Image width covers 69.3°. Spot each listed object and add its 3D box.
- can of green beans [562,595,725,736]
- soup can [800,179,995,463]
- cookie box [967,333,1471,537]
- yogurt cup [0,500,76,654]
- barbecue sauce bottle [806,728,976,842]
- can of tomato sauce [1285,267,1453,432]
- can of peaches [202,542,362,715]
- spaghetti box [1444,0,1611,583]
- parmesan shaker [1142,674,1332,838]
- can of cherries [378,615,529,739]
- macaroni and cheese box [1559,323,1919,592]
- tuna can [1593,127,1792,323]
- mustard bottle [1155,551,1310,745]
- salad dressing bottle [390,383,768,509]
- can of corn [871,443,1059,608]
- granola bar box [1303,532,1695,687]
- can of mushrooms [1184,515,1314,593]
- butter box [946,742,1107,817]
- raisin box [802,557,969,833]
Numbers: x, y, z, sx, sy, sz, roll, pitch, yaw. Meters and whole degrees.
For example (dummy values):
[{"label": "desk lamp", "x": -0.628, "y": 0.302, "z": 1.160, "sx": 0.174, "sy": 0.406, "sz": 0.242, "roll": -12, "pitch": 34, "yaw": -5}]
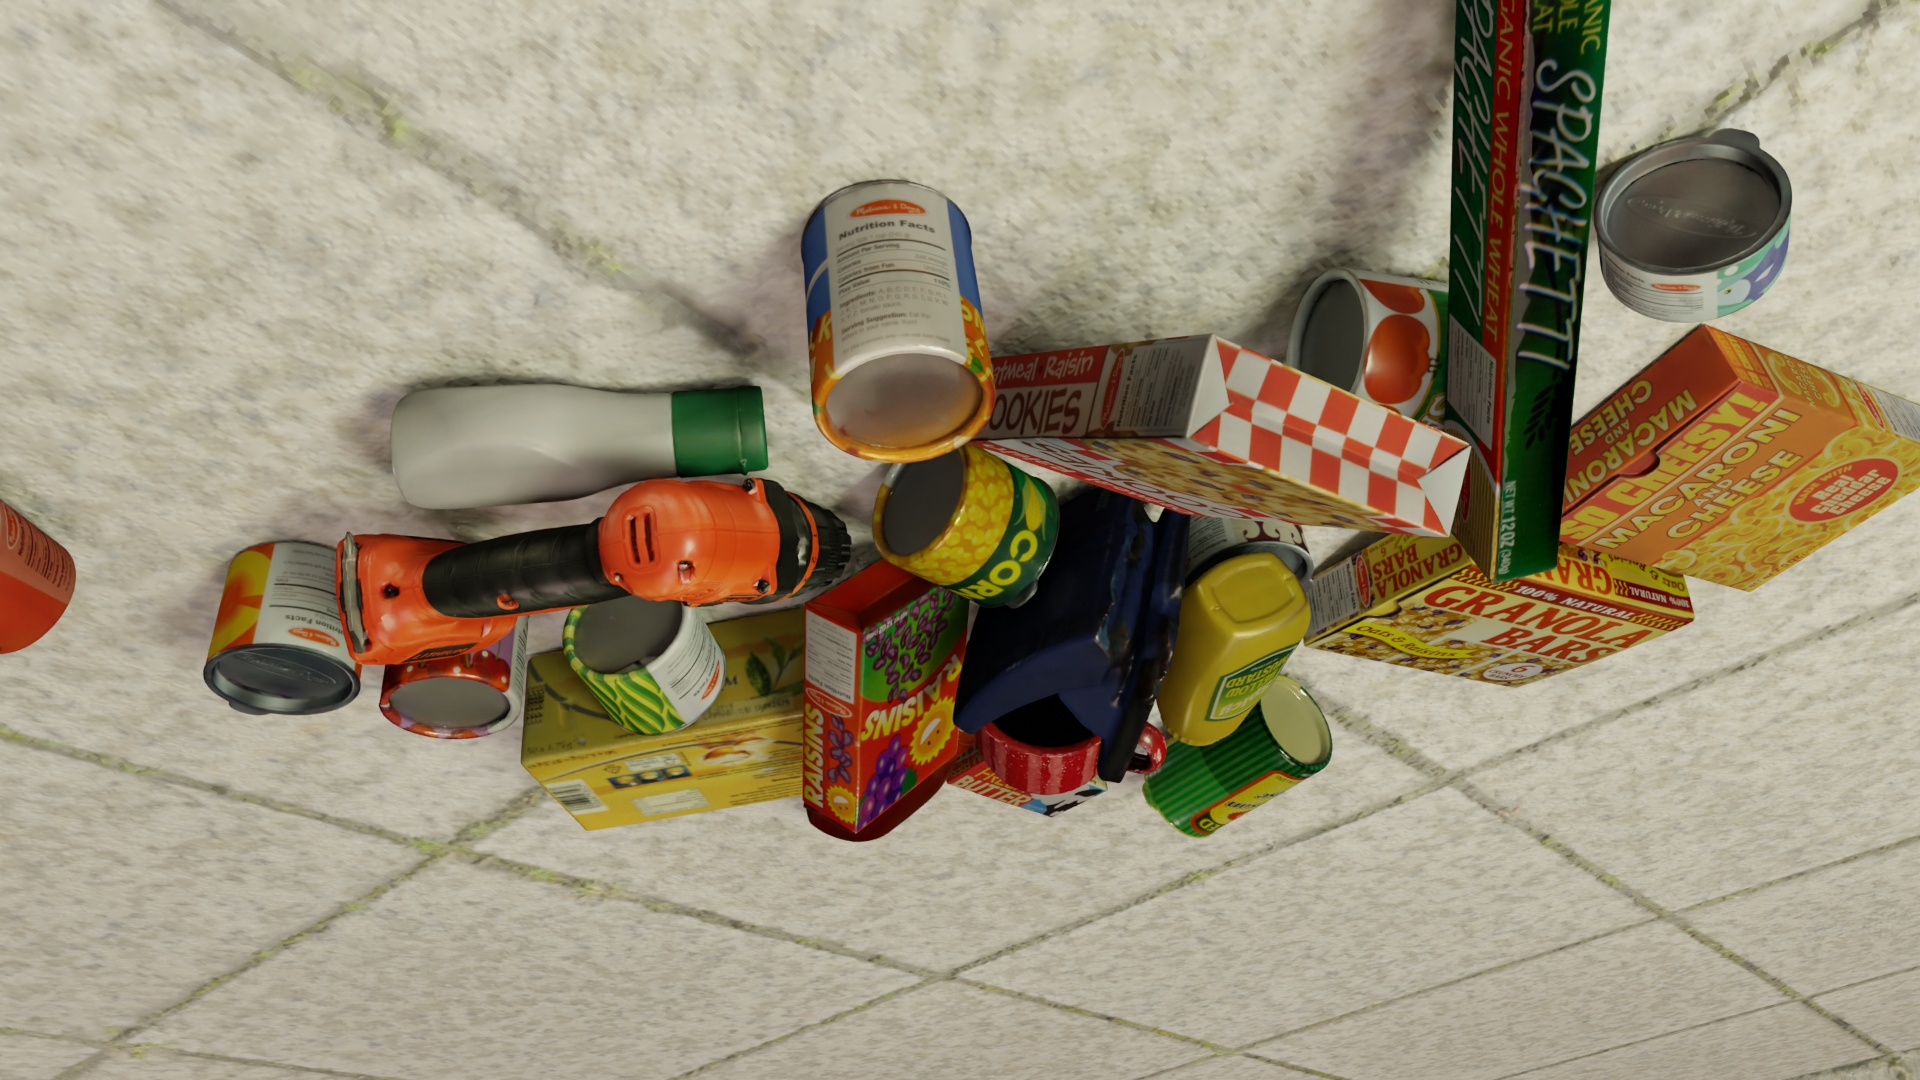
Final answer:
[{"label": "can of green beans", "x": -0.158, "y": 0.056, "z": 0.697, "sx": 0.071, "sy": 0.071, "sz": 0.057, "roll": -10, "pitch": 144, "yaw": 4}, {"label": "soup can", "x": -0.024, "y": -0.079, "z": 0.515, "sx": 0.071, "sy": 0.084, "sz": 0.071, "roll": -5, "pitch": 145, "yaw": -3}, {"label": "cookie box", "x": 0.092, "y": -0.041, "z": 0.549, "sx": 0.123, "sy": 0.040, "sz": 0.167, "roll": 17, "pitch": 176, "yaw": -27}, {"label": "yogurt cup", "x": -0.422, "y": 0.014, "z": 0.593, "sx": 0.072, "sy": 0.072, "sz": 0.053, "roll": -13, "pitch": 152, "yaw": 7}, {"label": "barbecue sauce bottle", "x": -0.035, "y": 0.137, "z": 0.854, "sx": 0.065, "sy": 0.044, "sz": 0.148, "roll": 16, "pitch": 138, "yaw": -30}, {"label": "can of tomato sauce", "x": 0.187, "y": -0.073, "z": 0.574, "sx": 0.083, "sy": 0.071, "sz": 0.070, "roll": 5, "pitch": 143, "yaw": -16}, {"label": "can of peaches", "x": -0.317, "y": 0.043, "z": 0.656, "sx": 0.071, "sy": 0.058, "sz": 0.071, "roll": -5, "pitch": 146, "yaw": -3}, {"label": "spaghetti box", "x": 0.194, "y": -0.098, "z": 0.487, "sx": 0.029, "sy": 0.050, "sz": 0.248, "roll": -12, "pitch": 124, "yaw": -1}, {"label": "parmesan shaker", "x": 0.171, "y": 0.136, "z": 0.868, "sx": 0.071, "sy": 0.071, "sz": 0.102, "roll": 18, "pitch": 138, "yaw": -31}, {"label": "can of cherries", "x": -0.253, "y": 0.058, "z": 0.689, "sx": 0.071, "sy": 0.058, "sz": 0.071, "roll": -5, "pitch": 145, "yaw": -4}, {"label": "macaroni and cheese box", "x": 0.383, "y": -0.035, "z": 0.690, "sx": 0.166, "sy": 0.040, "sz": 0.123, "roll": 12, "pitch": 140, "yaw": -25}, {"label": "tuna can", "x": 0.280, "y": -0.120, "z": 0.531, "sx": 0.071, "sy": 0.071, "sz": 0.032, "roll": -19, "pitch": 144, "yaw": 17}, {"label": "mustard bottle", "x": 0.131, "y": 0.067, "z": 0.714, "sx": 0.065, "sy": 0.049, "sz": 0.159, "roll": -21, "pitch": 150, "yaw": -17}, {"label": "salad dressing bottle", "x": -0.155, "y": -0.042, "z": 0.579, "sx": 0.148, "sy": 0.044, "sz": 0.064, "roll": -4, "pitch": 156, "yaw": -7}, {"label": "can of corn", "x": 0.002, "y": -0.008, "z": 0.631, "sx": 0.058, "sy": 0.071, "sz": 0.071, "roll": 26, "pitch": 133, "yaw": -37}, {"label": "granola bar box", "x": 0.287, "y": 0.035, "z": 0.753, "sx": 0.166, "sy": 0.039, "sz": 0.123, "roll": 12, "pitch": 152, "yaw": -25}, {"label": "can of mushrooms", "x": 0.147, "y": 0.008, "z": 0.713, "sx": 0.071, "sy": 0.033, "sz": 0.070, "roll": -5, "pitch": 144, "yaw": -4}, {"label": "butter box", "x": 0.043, "y": 0.150, "z": 0.904, "sx": 0.103, "sy": 0.024, "sz": 0.053, "roll": 26, "pitch": 133, "yaw": -38}, {"label": "raisin box", "x": -0.038, "y": 0.072, "z": 0.690, "sx": 0.040, "sy": 0.086, "sz": 0.122, "roll": 23, "pitch": 125, "yaw": 29}]
